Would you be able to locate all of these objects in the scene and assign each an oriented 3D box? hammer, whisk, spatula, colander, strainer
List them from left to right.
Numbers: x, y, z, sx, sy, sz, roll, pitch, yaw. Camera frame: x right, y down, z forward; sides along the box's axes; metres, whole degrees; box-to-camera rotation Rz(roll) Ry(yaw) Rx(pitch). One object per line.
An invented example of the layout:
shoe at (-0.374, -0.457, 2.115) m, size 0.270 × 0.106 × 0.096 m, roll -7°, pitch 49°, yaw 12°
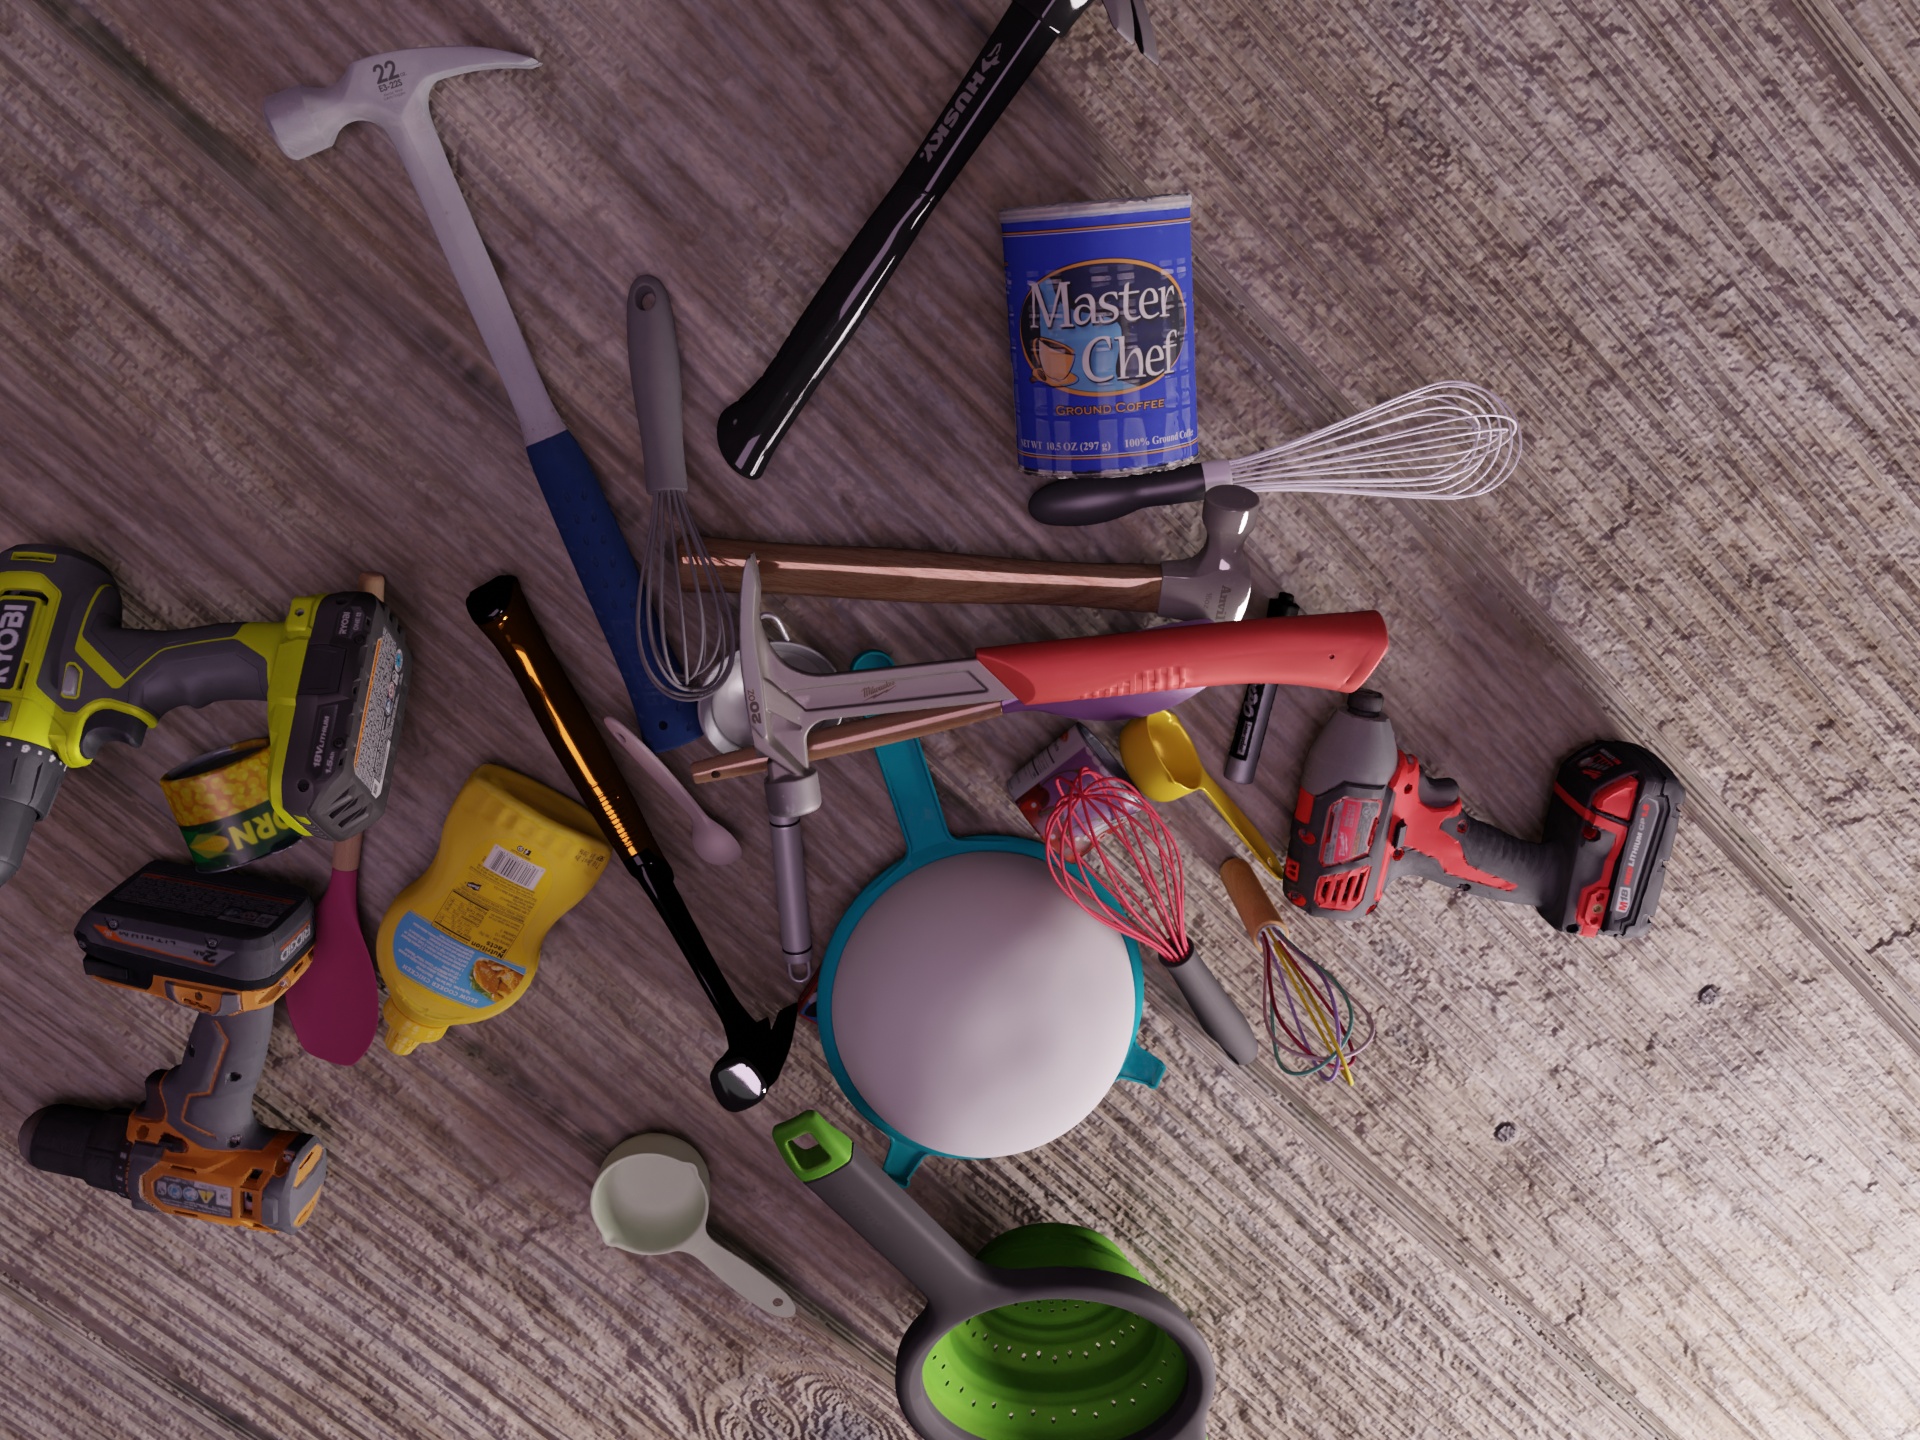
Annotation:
hammer at (-0.232, -0.171, 0.894) m, size 0.144 × 0.035 × 0.405 m, roll -20°, pitch 107°, yaw 3°
hammer at (-0.195, 0.066, 0.950) m, size 0.034 × 0.127 × 0.337 m, roll -27°, pitch 97°, yaw 7°
whisk at (-0.160, -0.129, 0.884) m, size 0.055 × 0.055 × 0.239 m, roll -6°, pitch 90°, yaw -2°
strainer at (-0.110, 0.049, 0.968) m, size 0.087 × 0.050 × 0.258 m, roll -7°, pitch 113°, yaw -10°
hammer at (-0.028, -0.267, 0.845) m, size 0.035 × 0.146 × 0.334 m, roll 17°, pitch 118°, yaw -46°
spatula at (-0.001, -0.003, 0.926) m, size 0.316 × 0.018 × 0.059 m, roll -13°, pitch 123°, yaw -1°
hammer at (0.001, -0.081, 0.926) m, size 0.331 × 0.031 × 0.130 m, roll 3°, pitch 127°, yaw 1°
strainer at (0.002, 0.122, 0.955) m, size 0.211 × 0.095 × 0.340 m, roll -20°, pitch 102°, yaw -7°
colander at (0.015, 0.343, 1.010) m, size 0.204 × 0.095 × 0.396 m, roll -29°, pitch 119°, yaw 18°
hammer at (0.058, -0.038, 0.893) m, size 0.359 × 0.037 × 0.149 m, roll -6°, pitch 103°, yaw -2°
whisk at (0.123, 0.129, 0.957) m, size 0.073 × 0.073 × 0.295 m, roll -30°, pitch 130°, yaw 6°
whisk at (0.180, -0.144, 0.919) m, size 0.284 × 0.070 × 0.070 m, roll -9°, pitch 108°, yaw 4°
whisk at (0.182, 0.136, 0.904) m, size 0.047 × 0.245 × 0.051 m, roll 35°, pitch 102°, yaw -13°

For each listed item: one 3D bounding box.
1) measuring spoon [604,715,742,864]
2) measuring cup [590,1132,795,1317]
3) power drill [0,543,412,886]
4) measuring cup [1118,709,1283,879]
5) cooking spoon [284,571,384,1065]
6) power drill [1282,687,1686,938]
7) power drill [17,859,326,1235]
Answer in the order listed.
measuring spoon at (-0.177, 0.046, 0.955) m, size 0.124 × 0.034 × 0.018 m, roll 53°, pitch 57°, yaw -27°
measuring cup at (-0.171, 0.337, 1.056) m, size 0.083 × 0.038 × 0.167 m, roll -43°, pitch 107°, yaw 9°
power drill at (-0.433, 0.004, 0.866) m, size 0.228 × 0.080 × 0.191 m, roll 3°, pitch 68°, yaw -1°
measuring cup at (0.150, 0.054, 0.987) m, size 0.029 × 0.062 × 0.156 m, roll -28°, pitch 120°, yaw 28°
cooking spoon at (-0.371, 0.065, 0.967) m, size 0.069 × 0.017 × 0.318 m, roll 15°, pitch 106°, yaw 12°
power drill at (0.316, 0.058, 0.980) m, size 0.219 × 0.079 × 0.143 m, roll 6°, pitch 106°, yaw -2°
power drill at (-0.486, 0.203, 0.974) m, size 0.185 × 0.084 × 0.226 m, roll 10°, pitch 111°, yaw 2°
